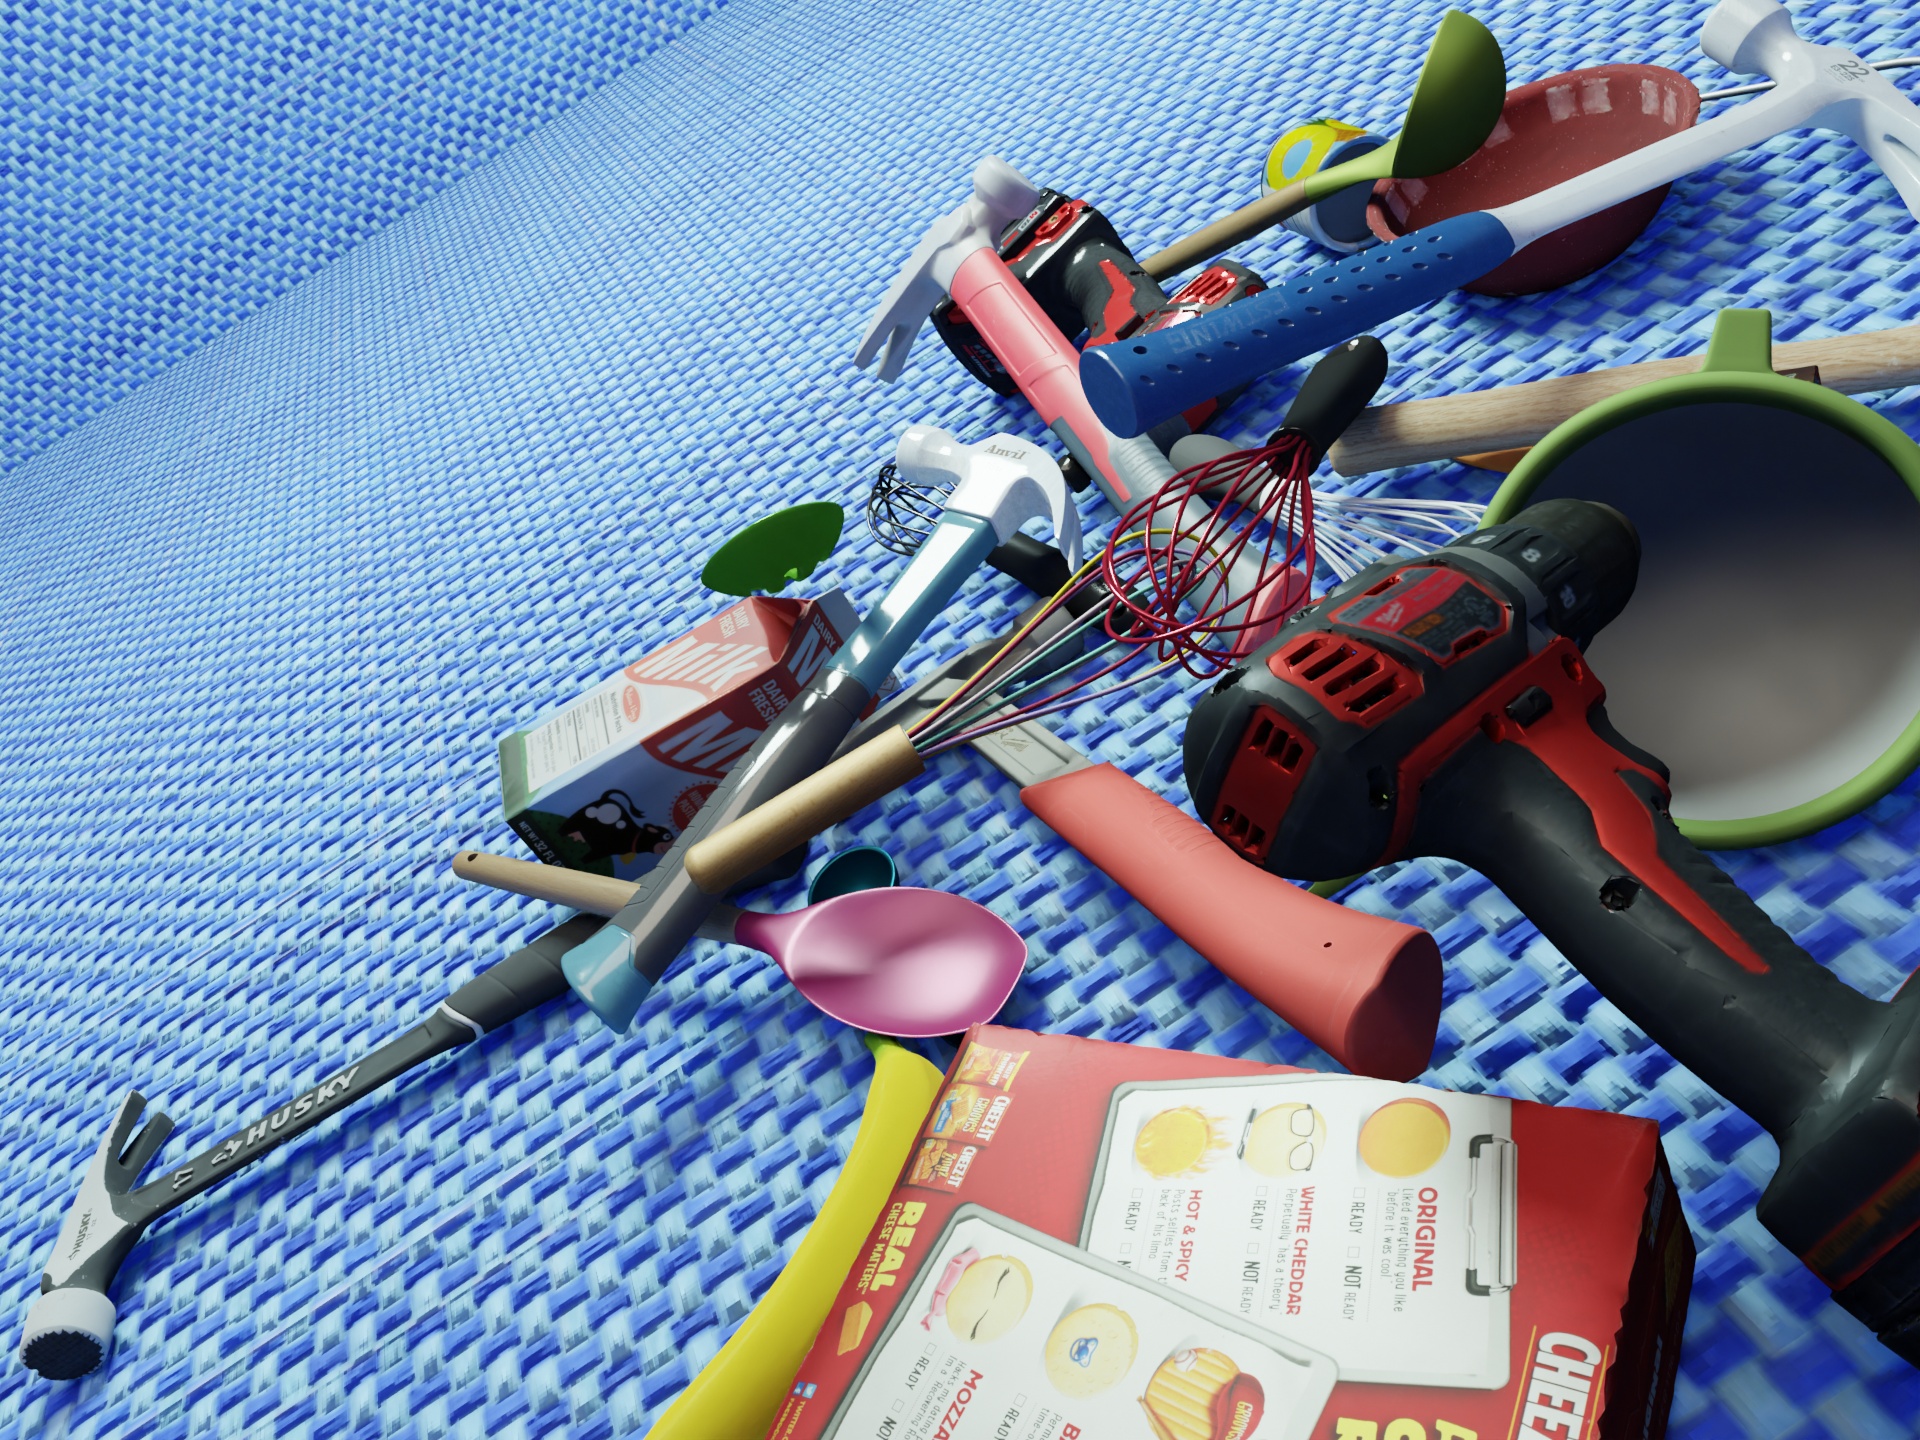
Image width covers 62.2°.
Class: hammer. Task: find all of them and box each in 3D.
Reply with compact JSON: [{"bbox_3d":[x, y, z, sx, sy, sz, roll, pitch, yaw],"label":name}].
[{"bbox_3d":[0.049,0.042,0.598,0.149,0.036,0.359,-37,26,-7],"label":"hammer"},{"bbox_3d":[0.235,-0.205,0.666,0.405,0.035,0.144,-25,59,-16],"label":"hammer"},{"bbox_3d":[-0.059,-0.006,0.698,0.128,0.033,0.331,19,61,37],"label":"hammer"},{"bbox_3d":[0.311,-0.137,0.639,0.331,0.031,0.130,-3,38,34],"label":"hammer"},{"bbox_3d":[0.053,-0.140,0.793,0.143,0.038,0.387,-51,43,22],"label":"hammer"},{"bbox_3d":[-0.250,0.148,0.748,0.409,0.036,0.149,-31,33,2],"label":"hammer"}]

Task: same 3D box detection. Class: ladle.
[{"bbox_3d":[0.167,-0.290,0.871,0.320,0.062,0.078,-8,52,60],"label":"ladle"}]

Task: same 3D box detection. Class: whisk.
[{"bbox_3d":[0.159,-0.087,0.695,0.070,0.070,0.285,-36,29,-4],"label":"whisk"},{"bbox_3d":[-0.002,-0.004,0.632,0.245,0.047,0.051,-31,27,-2],"label":"whisk"},{"bbox_3d":[0.019,-0.087,0.817,0.055,0.055,0.239,-41,39,-13],"label":"whisk"},{"bbox_3d":[0.128,-0.098,0.632,0.073,0.073,0.296,-8,26,32],"label":"whisk"}]

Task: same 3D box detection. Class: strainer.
[{"bbox_3d":[0.209,-0.005,0.547,0.256,0.151,0.069,-38,-14,23],"label":"strainer"}]

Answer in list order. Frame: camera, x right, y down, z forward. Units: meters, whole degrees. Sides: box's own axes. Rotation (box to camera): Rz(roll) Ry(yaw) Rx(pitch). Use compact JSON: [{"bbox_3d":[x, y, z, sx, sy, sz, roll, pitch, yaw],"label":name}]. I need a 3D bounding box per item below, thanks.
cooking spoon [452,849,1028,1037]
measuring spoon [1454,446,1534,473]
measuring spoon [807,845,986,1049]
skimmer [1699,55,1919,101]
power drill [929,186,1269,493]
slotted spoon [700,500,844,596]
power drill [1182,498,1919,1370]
[{"bbox_3d":[-0.111,0.085,0.681,0.319,0.017,0.069,7,48,34],"label":"cooking spoon"},{"bbox_3d":[0.254,-0.115,0.690,0.021,0.011,0.117,-43,36,-15],"label":"measuring spoon"},{"bbox_3d":[-0.021,0.097,0.649,0.042,0.021,0.129,-39,44,-6],"label":"measuring spoon"},{"bbox_3d":[0.414,-0.346,0.782,0.127,0.090,0.363,-13,14,-41],"label":"skimmer"},{"bbox_3d":[0.074,-0.212,0.895,0.143,0.078,0.220,-44,38,3],"label":"power drill"},{"bbox_3d":[-0.103,-0.079,0.814,0.070,0.031,0.314,-27,8,-8],"label":"slotted spoon"},{"bbox_3d":[0.192,0.026,0.411,0.227,0.080,0.188,39,48,26],"label":"power drill"}]
